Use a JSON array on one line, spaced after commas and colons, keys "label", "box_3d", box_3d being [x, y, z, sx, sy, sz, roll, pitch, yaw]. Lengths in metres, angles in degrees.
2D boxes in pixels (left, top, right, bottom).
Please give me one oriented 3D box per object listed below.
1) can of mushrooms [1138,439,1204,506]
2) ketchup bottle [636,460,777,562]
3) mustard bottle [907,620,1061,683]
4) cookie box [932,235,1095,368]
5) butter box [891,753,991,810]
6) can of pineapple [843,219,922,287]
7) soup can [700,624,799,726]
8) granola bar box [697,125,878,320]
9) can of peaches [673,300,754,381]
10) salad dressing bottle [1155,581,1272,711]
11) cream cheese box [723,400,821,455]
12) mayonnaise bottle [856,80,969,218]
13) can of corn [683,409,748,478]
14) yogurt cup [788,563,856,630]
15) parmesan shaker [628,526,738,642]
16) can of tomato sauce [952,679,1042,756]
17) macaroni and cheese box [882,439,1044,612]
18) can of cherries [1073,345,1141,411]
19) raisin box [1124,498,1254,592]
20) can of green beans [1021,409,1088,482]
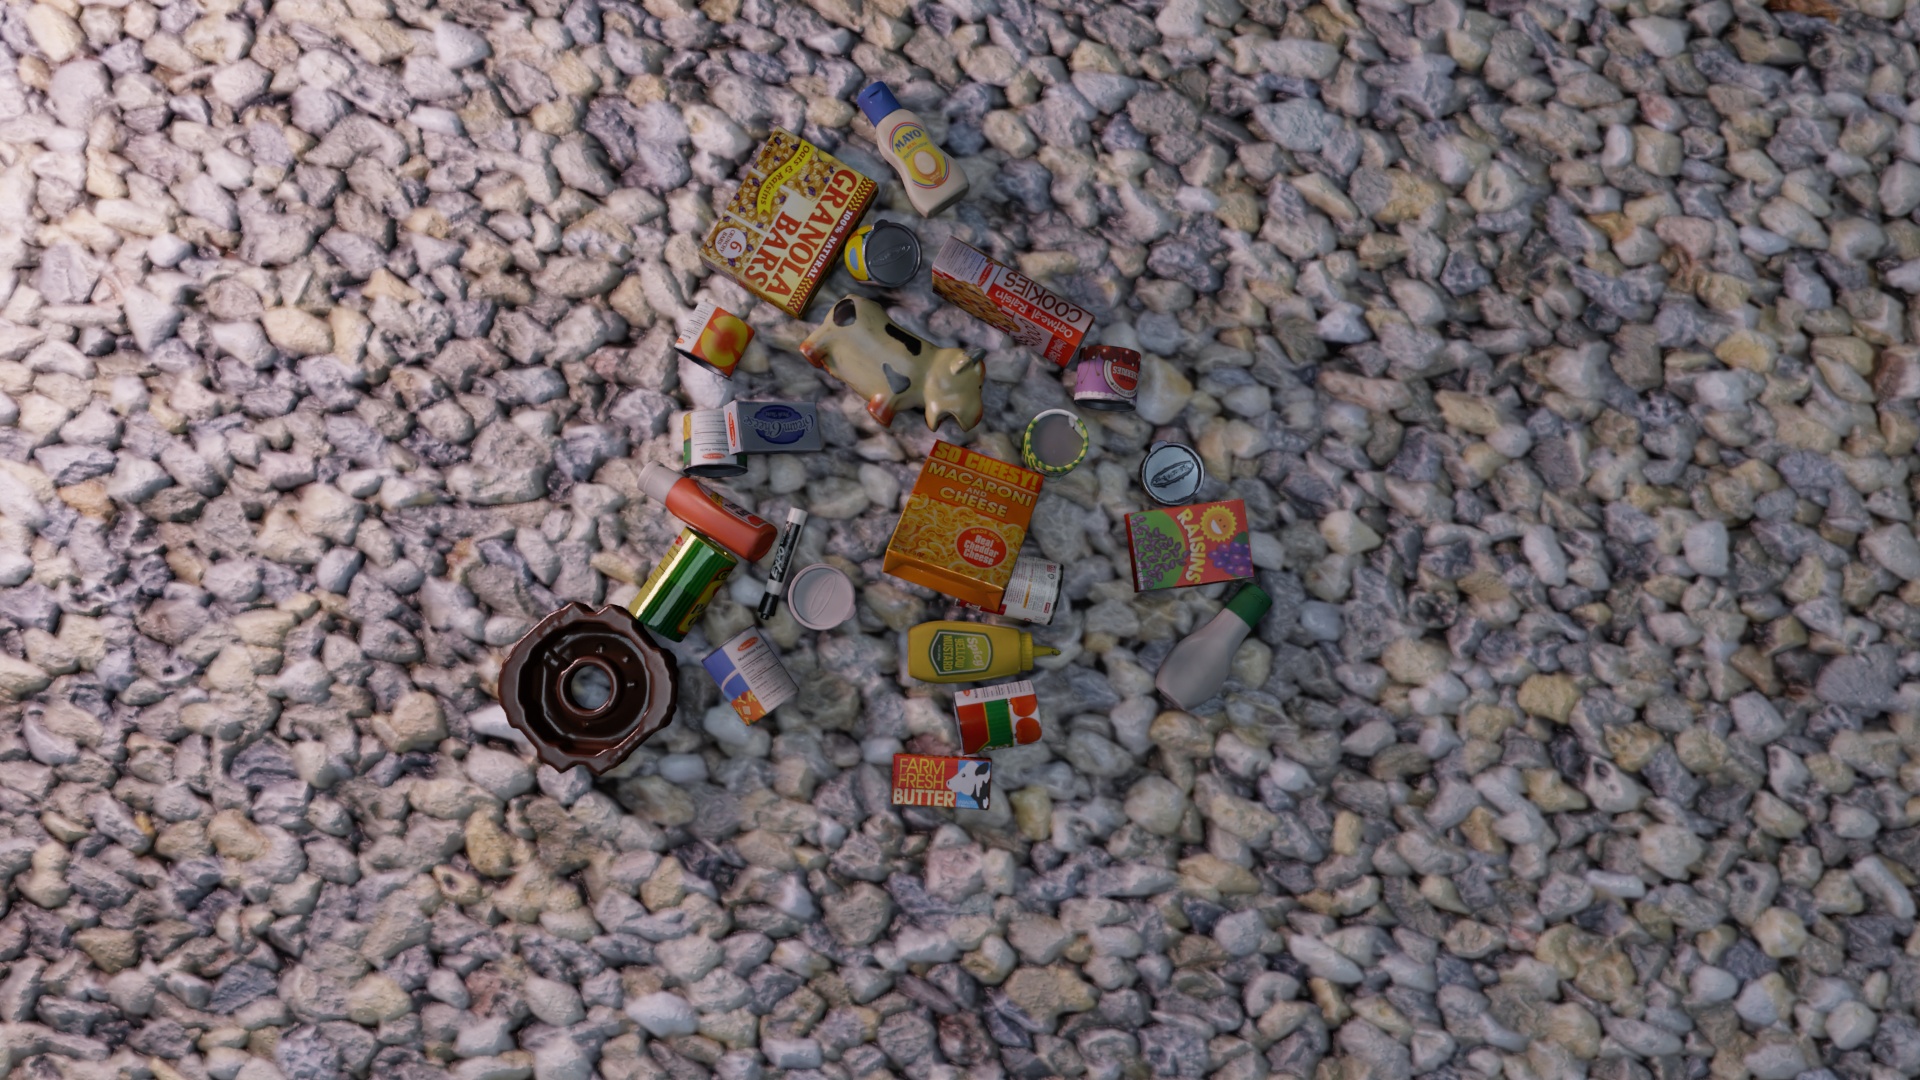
[{"label": "can of mushrooms", "box_3d": [0.222, -0.072, 1.470, 0.071, 0.033, 0.071, 0, 87, -1]}, {"label": "ketchup bottle", "box_3d": [-0.265, -0.031, 1.438, 0.149, 0.065, 0.043, 30, 97, 9]}, {"label": "mustard bottle", "box_3d": [0.025, 0.115, 1.442, 0.160, 0.049, 0.065, -2, 88, -2]}, {"label": "cookie box", "box_3d": [0.053, -0.244, 1.431, 0.167, 0.123, 0.040, 30, 87, 0]}, {"label": "butter box", "box_3d": [-0.020, 0.250, 1.444, 0.103, 0.024, 0.053, 4, 87, -2]}, {"label": "can of pineapple", "box_3d": [-0.082, -0.300, 1.452, 0.071, 0.058, 0.071, -5, 102, -26]}, {"label": "soup can", "box_3d": [-0.217, 0.139, 1.426, 0.071, 0.071, 0.084, -35, 89, -4]}, {"label": "granola bar box", "box_3d": [-0.181, -0.336, 1.472, 0.124, 0.039, 0.165, 30, 86, 0]}, {"label": "can of peaches", "box_3d": [-0.254, -0.208, 1.449, 0.071, 0.071, 0.058, 28, 86, 0]}, {"label": "salad dressing bottle", "box_3d": [0.267, 0.110, 1.455, 0.064, 0.044, 0.148, 41, 85, 3]}, {"label": "cream cheese box", "box_3d": [-0.193, -0.116, 1.434, 0.104, 0.024, 0.053, -4, 84, -44]}, {"label": "mayonnaise bottle", "box_3d": [-0.055, -0.419, 1.481, 0.065, 0.041, 0.148, -35, 88, -2]}, {"label": "can of corn", "box_3d": [-0.254, -0.099, 1.440, 0.071, 0.071, 0.058, -2, 81, -2]}, {"label": "yogurt cup", "box_3d": [-0.142, 0.059, 1.438, 0.072, 0.054, 0.072, 0, 86, -2]}, {"label": "parmesan shaker", "box_3d": [-0.285, 0.045, 1.429, 0.071, 0.071, 0.103, 35, 89, 1]}, {"label": "can of tomato sauce", "box_3d": [0.038, 0.184, 1.430, 0.083, 0.071, 0.071, -9, 87, -3]}, {"label": "macaroni and cheese box", "box_3d": [0.005, -0.018, 1.410, 0.124, 0.040, 0.167, 19, 48, 2]}, {"label": "can of cherries", "box_3d": [0.156, -0.170, 1.456, 0.071, 0.071, 0.058, 7, 85, -1]}, {"label": "raisin box", "box_3d": [0.240, 0.006, 1.463, 0.123, 0.040, 0.086, -7, 86, -1]}, {"label": "can of green beans", "box_3d": [0.099, -0.101, 1.456, 0.071, 0.058, 0.071, 0, 86, -2]}]
